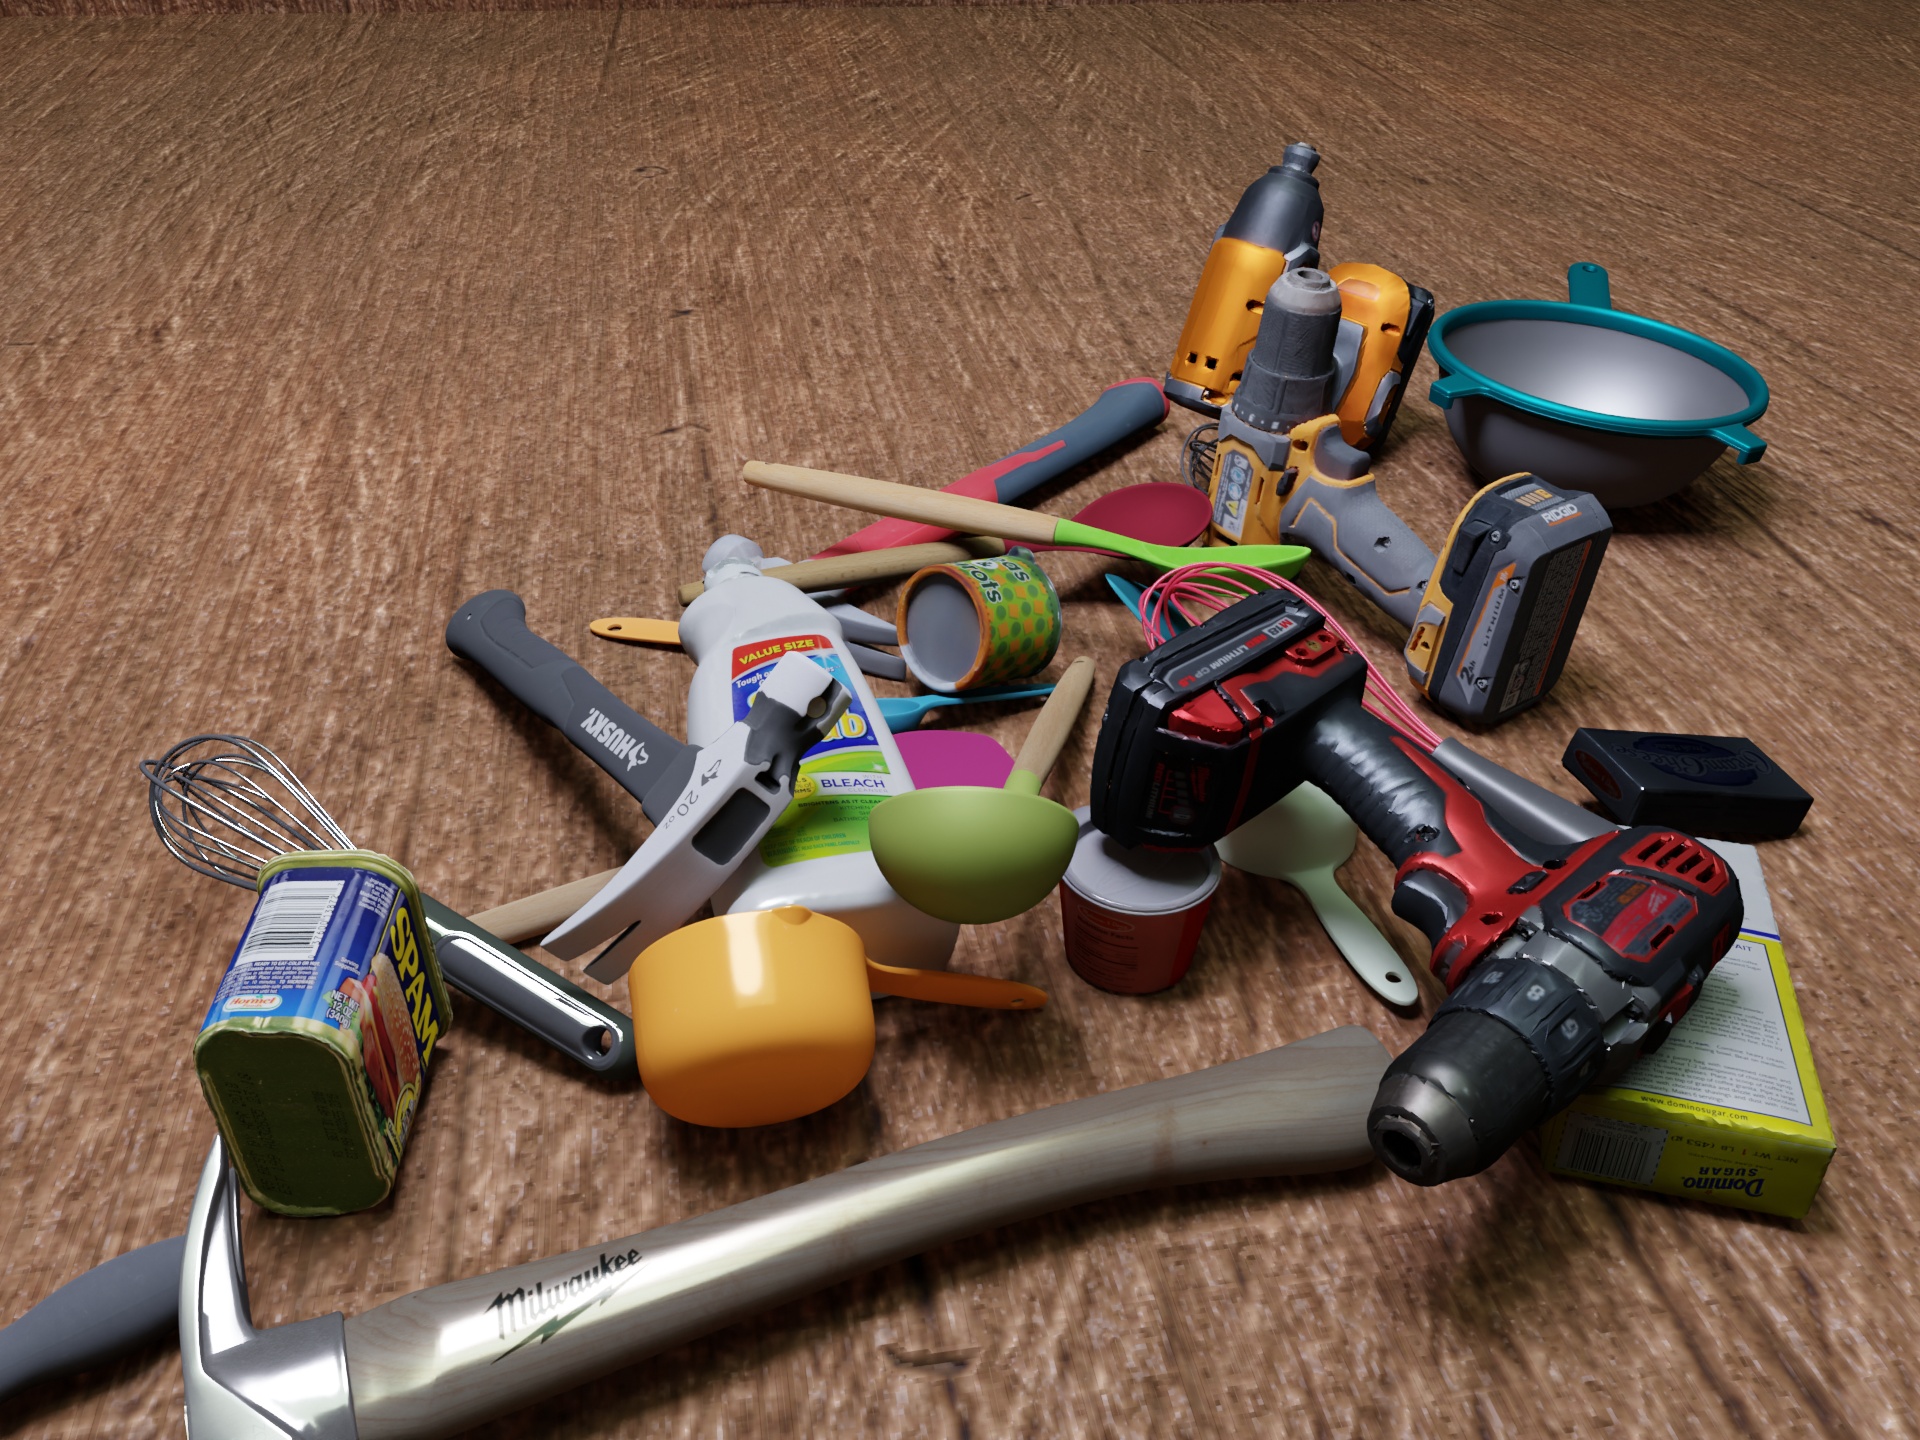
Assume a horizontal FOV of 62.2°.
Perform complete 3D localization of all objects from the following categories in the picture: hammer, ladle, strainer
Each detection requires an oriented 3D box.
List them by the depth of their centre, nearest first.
[{"bbox_3d":[-0.036,0.159,0.534,0.410,0.038,0.146,-11,50,-21],"label":"hammer"},{"bbox_3d":[0.031,0.008,0.703,0.078,0.062,0.320,-4,17,14],"label":"ladle"},{"bbox_3d":[-0.176,-0.001,0.722,0.146,0.035,0.335,-54,36,-7],"label":"hammer"},{"bbox_3d":[-0.001,-0.091,0.872,0.315,0.031,0.069,-11,39,-23],"label":"ladle"},{"bbox_3d":[0.028,-0.137,0.991,0.143,0.038,0.386,27,41,30],"label":"hammer"},{"bbox_3d":[0.422,-0.228,1.093,0.211,0.095,0.340,13,34,12],"label":"strainer"}]

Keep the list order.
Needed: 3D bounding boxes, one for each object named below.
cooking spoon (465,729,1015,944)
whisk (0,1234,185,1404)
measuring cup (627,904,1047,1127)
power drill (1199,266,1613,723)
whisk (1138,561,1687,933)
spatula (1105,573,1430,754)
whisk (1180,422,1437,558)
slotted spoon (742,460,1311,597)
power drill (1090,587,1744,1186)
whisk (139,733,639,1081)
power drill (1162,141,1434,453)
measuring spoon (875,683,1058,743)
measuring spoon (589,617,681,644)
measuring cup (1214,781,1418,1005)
[{"bbox_3d":[-0.113,0.062,0.710,0.319,0.017,0.069,-17,49,-25],"label":"cooking spoon"},{"bbox_3d":[-0.346,0.220,0.443,0.284,0.070,0.070,-22,40,-38],"label":"whisk"},{"bbox_3d":[-0.038,0.118,0.595,0.173,0.095,0.052,10,50,-27],"label":"measuring cup"},{"bbox_3d":[0.228,-0.124,0.855,0.084,0.185,0.226,-21,43,-32],"label":"power drill"},{"bbox_3d":[0.194,0.008,0.701,0.073,0.073,0.296,-27,48,-35],"label":"whisk"},{"bbox_3d":[0.210,0.005,0.783,0.318,0.044,0.082,25,8,27],"label":"spatula"},{"bbox_3d":[0.223,-0.118,0.969,0.055,0.055,0.239,-24,46,-32],"label":"whisk"},{"bbox_3d":[0.028,-0.105,0.852,0.314,0.031,0.070,13,18,15],"label":"slotted spoon"},{"bbox_3d":[0.151,0.057,0.591,0.188,0.080,0.227,-28,51,-35],"label":"power drill"},{"bbox_3d":[-0.227,0.075,0.632,0.246,0.058,0.059,28,-4,13],"label":"whisk"},{"bbox_3d":[0.221,-0.259,1.009,0.084,0.164,0.226,27,15,32],"label":"power drill"},{"bbox_3d":[-0.001,-0.003,0.815,0.128,0.021,0.042,-8,14,-28],"label":"measuring spoon"},{"bbox_3d":[-0.150,-0.044,0.874,0.117,0.011,0.021,7,35,15],"label":"measuring spoon"},{"bbox_3d":[0.161,0.059,0.705,0.083,0.038,0.168,-8,33,-13],"label":"measuring cup"}]
